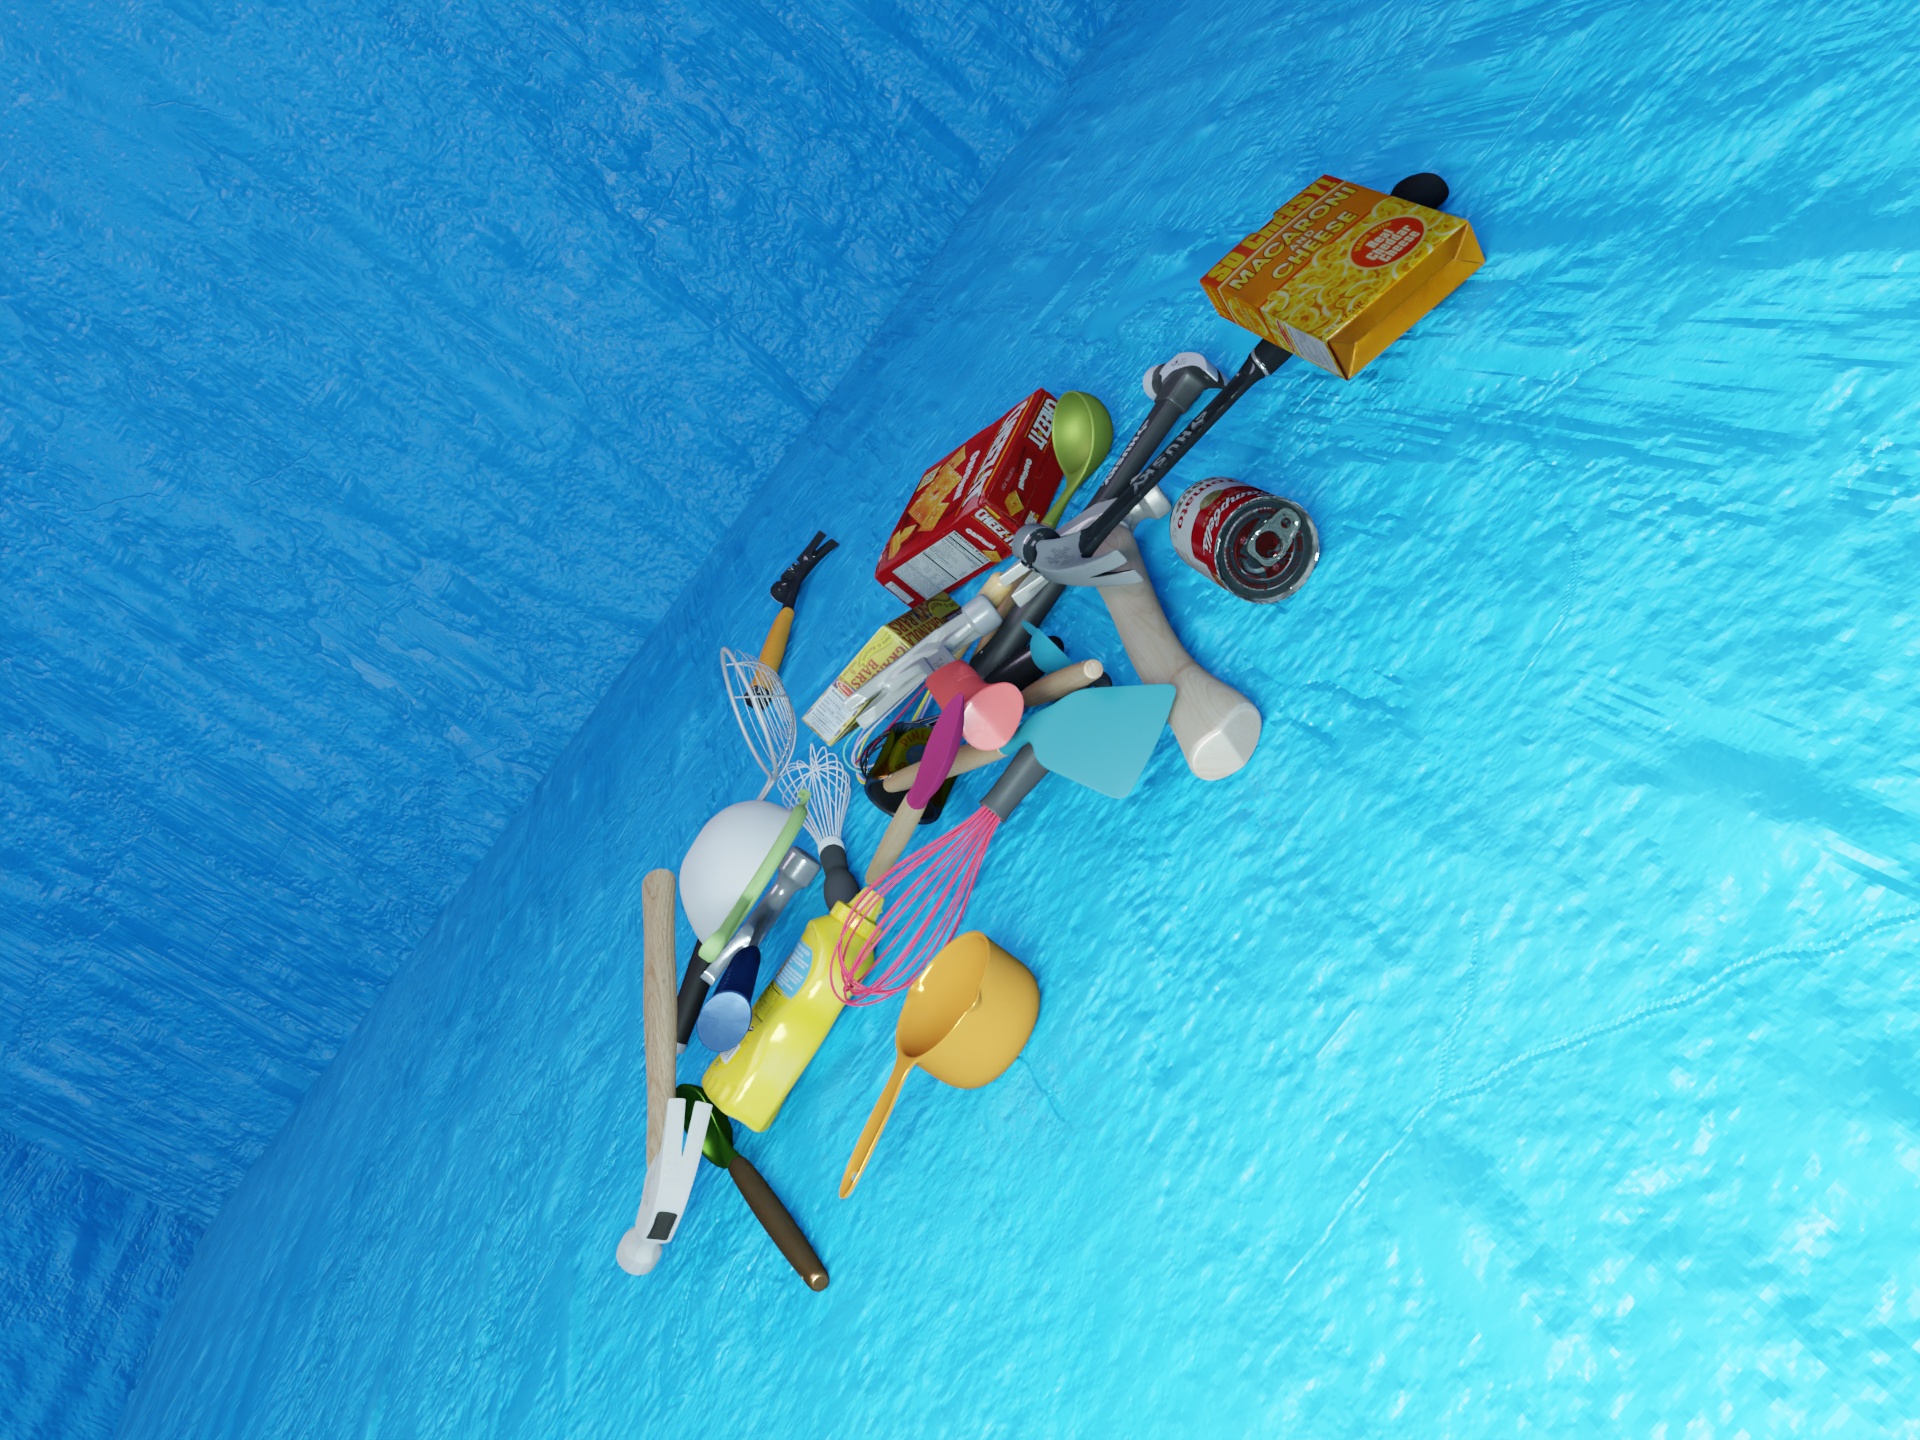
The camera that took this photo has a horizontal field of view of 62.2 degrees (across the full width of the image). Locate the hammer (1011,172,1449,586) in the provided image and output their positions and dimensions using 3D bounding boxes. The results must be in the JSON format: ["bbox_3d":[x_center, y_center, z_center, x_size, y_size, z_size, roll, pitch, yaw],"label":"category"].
[{"bbox_3d":[0.209,-0.249,1.163,0.409,0.036,0.149,-46,26,-3],"label":"hammer"}]

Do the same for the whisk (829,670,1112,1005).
[{"bbox_3d":[0.010,0.080,1.115,0.296,0.073,0.073,-51,18,-6],"label":"whisk"}]

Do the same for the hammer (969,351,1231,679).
[{"bbox_3d":[0.113,-0.169,1.338,0.335,0.035,0.146,-56,18,-4],"label":"hammer"}]

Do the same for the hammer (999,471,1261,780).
[{"bbox_3d":[0.117,-0.061,1.095,0.146,0.038,0.411,-34,24,10],"label":"hammer"}]

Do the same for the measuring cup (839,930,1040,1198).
[{"bbox_3d":[-0.012,0.212,0.942,0.174,0.052,0.095,-62,20,-17],"label":"measuring cup"}]

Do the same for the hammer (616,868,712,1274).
[{"bbox_3d":[-0.229,0.242,1.220,0.332,0.031,0.130,-103,34,-47],"label":"hammer"}]

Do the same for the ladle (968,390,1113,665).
[{"bbox_3d":[0.057,-0.158,1.424,0.320,0.062,0.078,-63,16,-19],"label":"ladle"}]

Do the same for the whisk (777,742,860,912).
[{"bbox_3d":[-0.117,0.100,1.397,0.070,0.070,0.285,-50,24,12],"label":"whisk"}]

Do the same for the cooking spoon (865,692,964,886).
[{"bbox_3d":[-0.033,0.061,1.071,0.318,0.017,0.069,119,167,-65],"label":"cooking spoon"}]

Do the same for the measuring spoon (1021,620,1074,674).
[{"bbox_3d":[0.058,-0.055,1.205,0.021,0.042,0.129,-45,15,2],"label":"measuring spoon"}]

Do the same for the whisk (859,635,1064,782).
[{"bbox_3d":[-0.001,-0.004,1.315,0.239,0.055,0.055,-36,25,33],"label":"whisk"}]

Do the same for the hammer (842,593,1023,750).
[{"bbox_3d":[-0.013,-0.021,1.158,0.149,0.036,0.359,-39,12,1],"label":"hammer"}]

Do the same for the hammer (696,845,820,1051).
[{"bbox_3d":[-0.169,0.191,1.246,0.144,0.035,0.405,-55,4,1],"label":"hammer"}]

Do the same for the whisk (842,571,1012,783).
[{"bbox_3d":[-0.031,-0.037,1.397,0.245,0.051,0.047,-53,9,27],"label":"whisk"}]

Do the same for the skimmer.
[{"bbox_3d":[-0.232,0.117,1.446,0.127,0.090,0.363,-177,106,-73],"label":"skimmer"}]

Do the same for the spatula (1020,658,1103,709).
[{"bbox_3d":[0.057,-0.020,1.124,0.060,0.018,0.316,-31,1,-10],"label":"spatula"}]

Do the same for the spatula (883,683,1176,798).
[{"bbox_3d":[0.026,0.027,1.068,0.317,0.044,0.082,-20,39,61],"label":"spatula"}]

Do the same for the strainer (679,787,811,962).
[{"bbox_3d":[-0.197,0.131,1.285,0.151,0.069,0.256,-56,4,11],"label":"strainer"}]

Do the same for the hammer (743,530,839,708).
[{"bbox_3d":[-0.233,-0.127,2.105,0.127,0.034,0.337,-44,21,30],"label":"hammer"}]

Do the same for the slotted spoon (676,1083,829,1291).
[{"bbox_3d":[-0.145,0.319,1.095,0.031,0.070,0.314,-21,15,-20],"label":"slotted spoon"}]
